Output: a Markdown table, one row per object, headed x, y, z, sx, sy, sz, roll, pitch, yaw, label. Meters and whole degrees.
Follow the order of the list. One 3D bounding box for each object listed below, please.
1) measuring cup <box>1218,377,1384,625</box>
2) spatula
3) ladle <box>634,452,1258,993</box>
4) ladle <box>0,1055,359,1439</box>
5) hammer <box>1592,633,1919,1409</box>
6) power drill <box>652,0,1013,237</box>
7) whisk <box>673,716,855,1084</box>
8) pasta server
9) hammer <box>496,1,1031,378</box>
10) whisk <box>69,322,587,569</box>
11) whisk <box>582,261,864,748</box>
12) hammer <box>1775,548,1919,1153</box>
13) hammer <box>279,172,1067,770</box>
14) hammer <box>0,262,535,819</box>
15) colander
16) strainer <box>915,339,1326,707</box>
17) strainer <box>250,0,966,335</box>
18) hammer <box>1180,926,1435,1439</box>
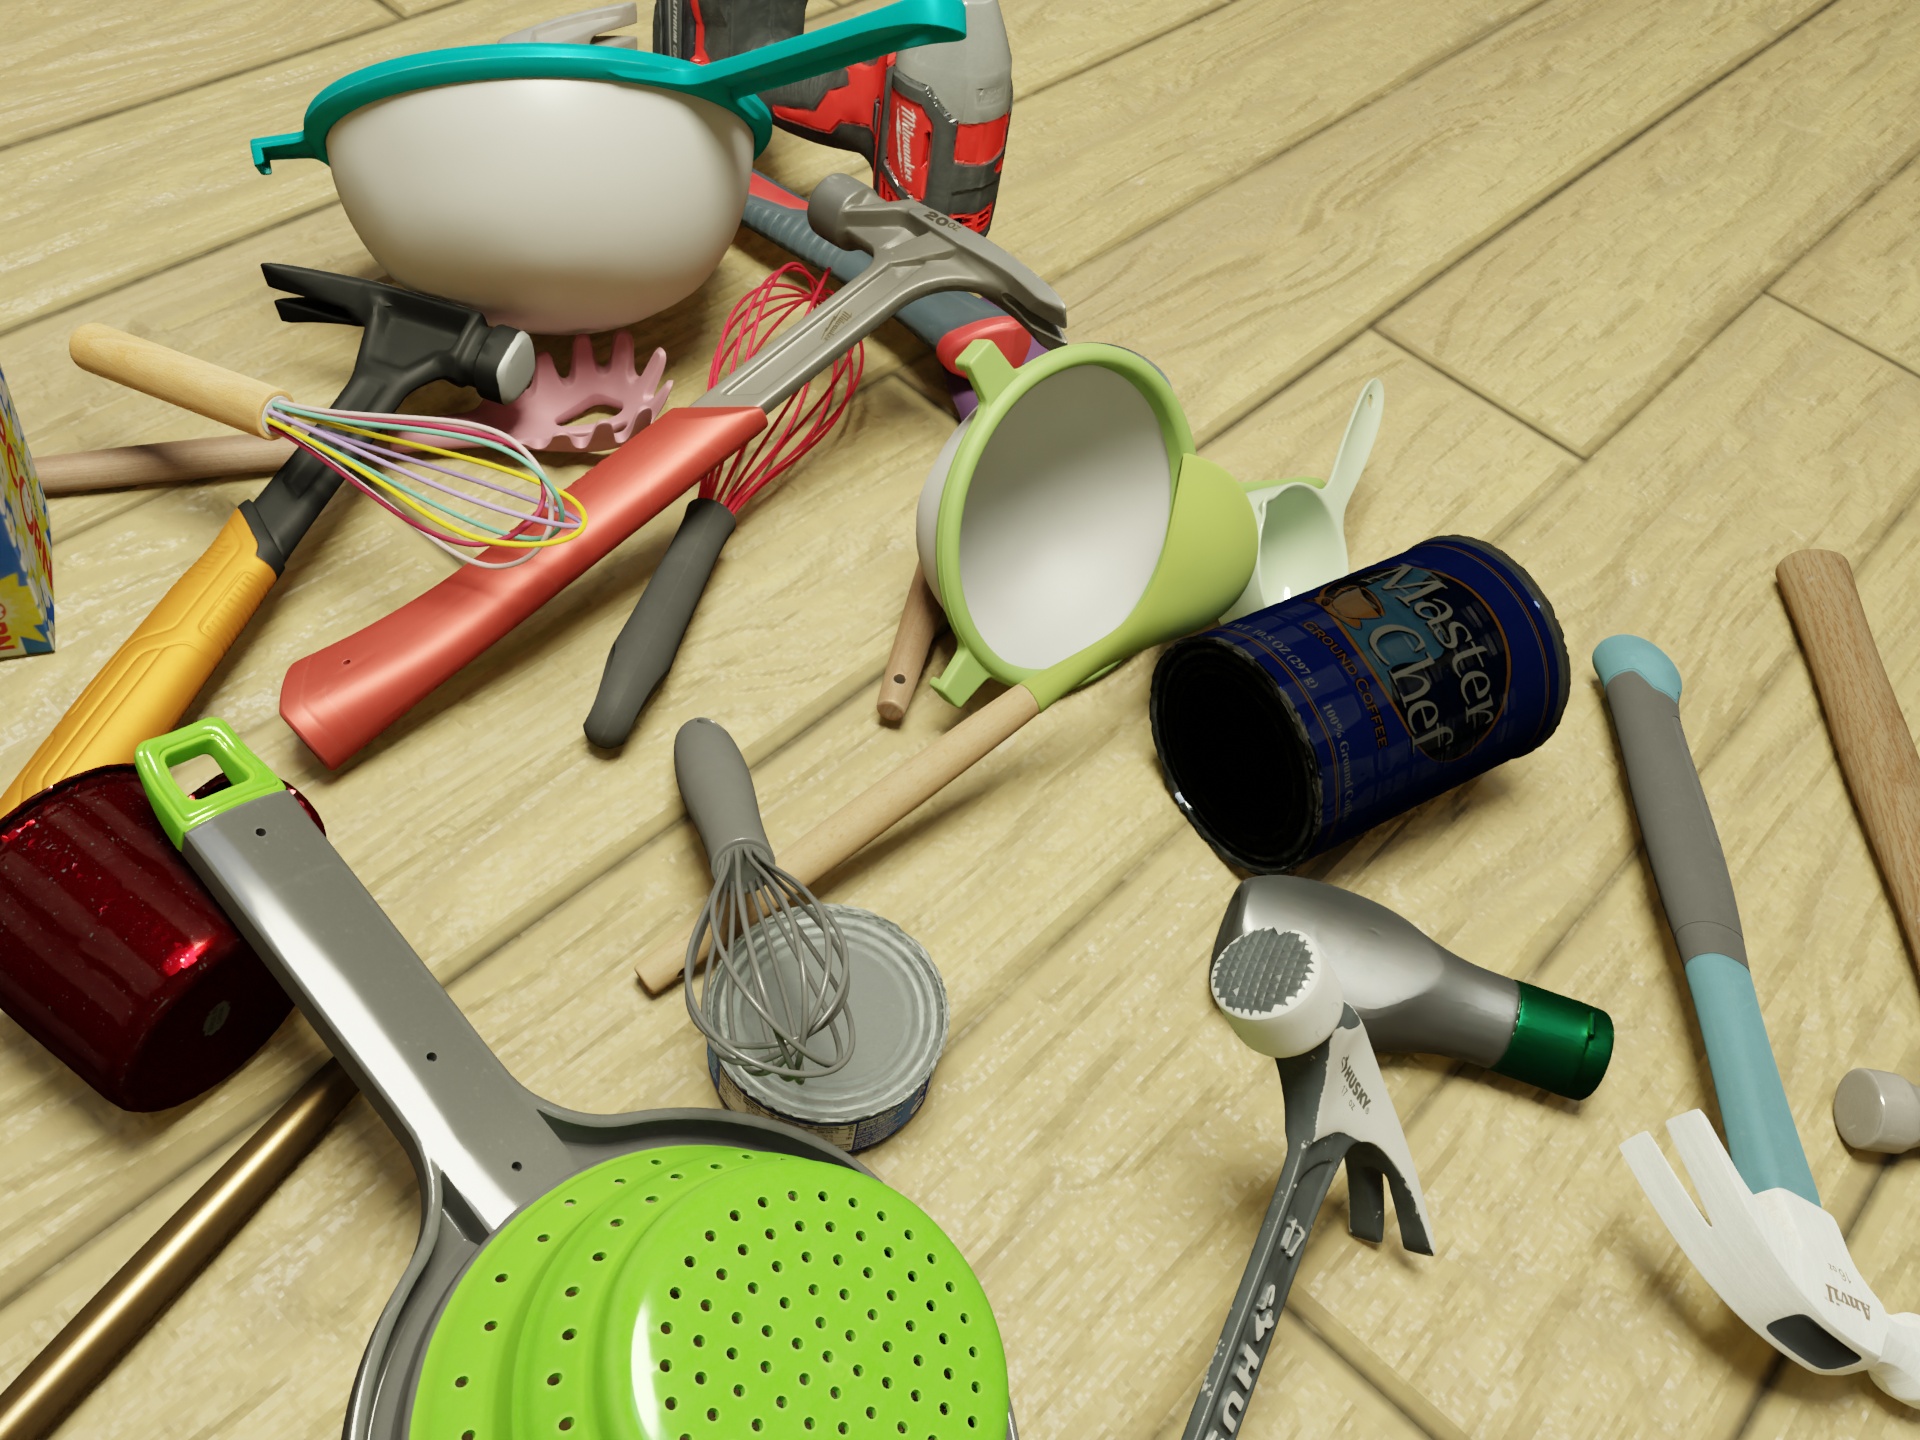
| x | y | z | sx | sy | sz | roll | pitch | yaw | label |
| --- | --- | --- | --- | --- | --- | --- | --- | --- | --- |
| 0.161 | -0.103 | 0.752 | 0.038 | 0.083 | 0.168 | -5 | 46 | 43 | measuring cup |
| 0.000 | -0.119 | 0.777 | 0.060 | 0.018 | 0.316 | 13 | 49 | 2 | spatula |
| -0.001 | -0.002 | 0.636 | 0.320 | 0.078 | 0.062 | -36 | 68 | -17 | ladle |
| -0.276 | 0.202 | 0.462 | 0.069 | 0.031 | 0.315 | 28 | 50 | 12 | ladle |
| 0.300 | 0.090 | 0.636 | 0.128 | 0.033 | 0.331 | 28 | 43 | -20 | hammer |
| -0.061 | -0.340 | 0.808 | 0.078 | 0.143 | 0.220 | -30 | 56 | -35 | power drill |
| -0.079 | 0.051 | 0.556 | 0.055 | 0.055 | 0.239 | -5 | 24 | -14 | whisk |
| -0.290 | -0.131 | 0.723 | 0.316 | 0.040 | 0.060 | -10 | 57 | -16 | pasta server |
| -0.110 | -0.297 | 0.880 | 0.386 | 0.038 | 0.143 | 35 | 52 | 21 | hammer |
| -0.257 | -0.115 | 0.633 | 0.245 | 0.051 | 0.047 | 21 | 64 | 14 | whisk |
| -0.107 | -0.106 | 0.725 | 0.073 | 0.073 | 0.296 | 16 | 55 | 3 | whisk |
| 0.423 | 0.046 | 0.710 | 0.130 | 0.031 | 0.332 | 9 | 50 | -2 | hammer |
| -0.123 | -0.101 | 0.669 | 0.149 | 0.036 | 0.359 | 38 | 69 | 26 | hammer |
| -0.302 | -0.058 | 0.638 | 0.127 | 0.034 | 0.337 | 17 | 56 | 6 | hammer |
| -0.108 | 0.128 | 0.447 | 0.397 | 0.094 | 0.204 | 48 | 44 | 12 | colander |
| 0.071 | -0.100 | 0.735 | 0.256 | 0.151 | 0.069 | -11 | 23 | -41 | strainer |
| -0.138 | -0.234 | 0.708 | 0.340 | 0.095 | 0.211 | -1 | 5 | 35 | strainer |
| 0.043 | 0.262 | 0.429 | 0.036 | 0.149 | 0.409 | 2 | 50 | 40 | hammer |
